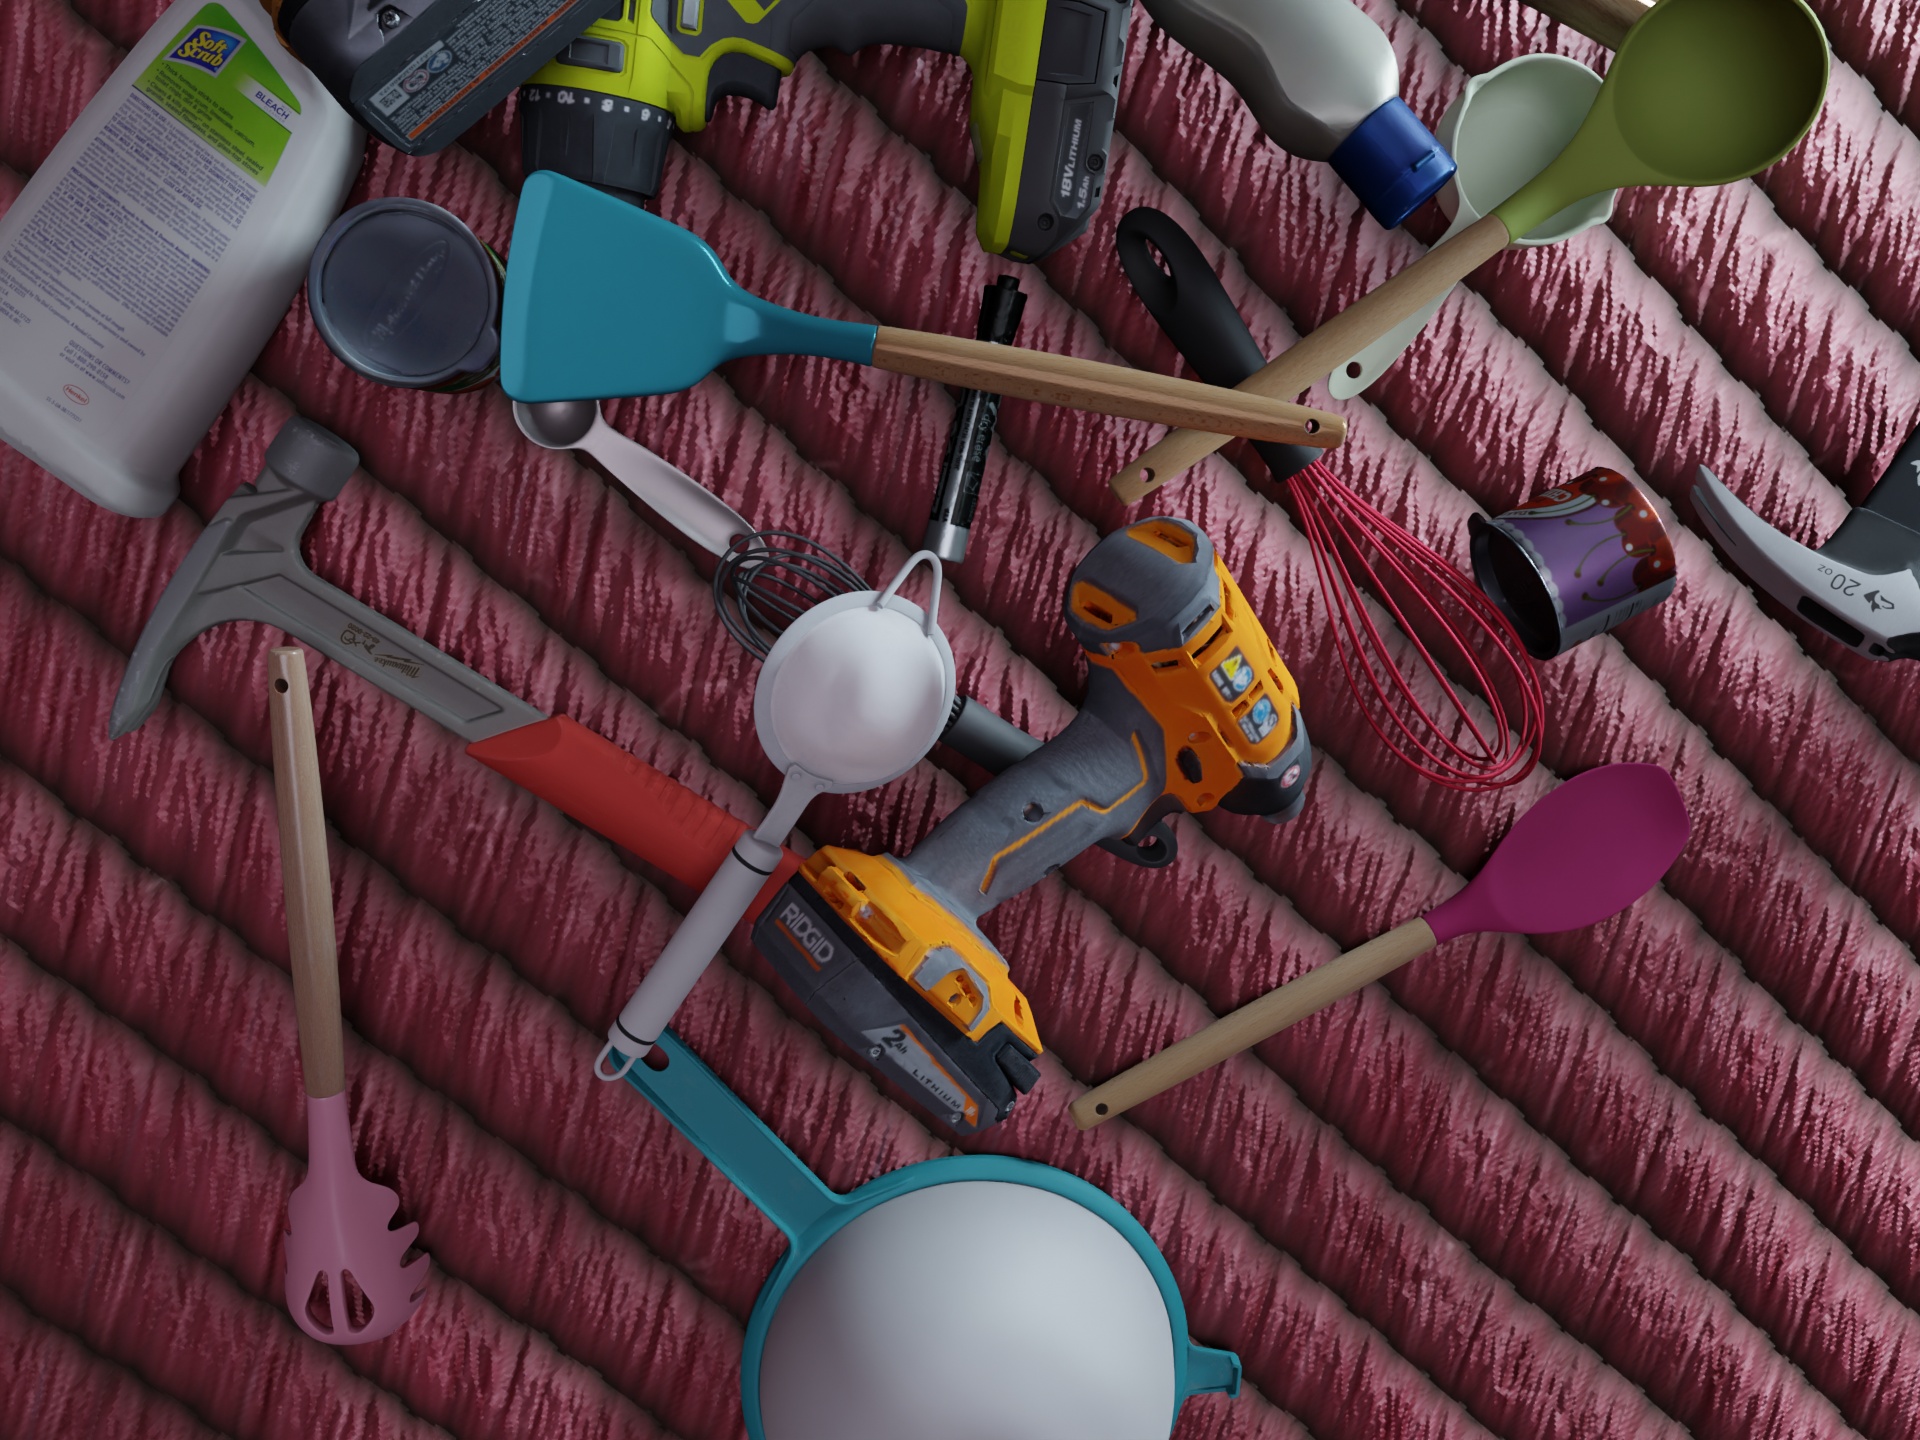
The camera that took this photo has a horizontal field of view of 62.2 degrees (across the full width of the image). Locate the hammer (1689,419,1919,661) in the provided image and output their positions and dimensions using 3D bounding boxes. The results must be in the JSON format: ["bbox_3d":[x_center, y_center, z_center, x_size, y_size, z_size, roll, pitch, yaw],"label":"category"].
[{"bbox_3d":[0.460,-0.178,0.689,0.146,0.035,0.335,33,85,24],"label":"hammer"}]

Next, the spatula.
[{"bbox_3d":[-0.007,-0.135,0.598,0.317,0.044,0.082,9,99,-3],"label":"spatula"}]

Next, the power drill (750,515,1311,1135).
[{"bbox_3d":[0.046,0.050,0.632,0.226,0.084,0.164,-46,131,-6],"label":"power drill"}]

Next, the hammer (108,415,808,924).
[{"bbox_3d":[-0.160,0.032,0.669,0.359,0.037,0.149,33,94,-10],"label":"hammer"}]

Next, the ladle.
[{"bbox_3d":[0.194,-0.180,0.625,0.320,0.062,0.078,-35,98,0],"label":"ladle"}]

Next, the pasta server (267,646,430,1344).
[{"bbox_3d":[-0.263,0.124,0.657,0.060,0.040,0.316,-1,103,-7],"label":"pasta server"}]

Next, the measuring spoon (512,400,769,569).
[{"bbox_3d":[-0.131,-0.103,0.664,0.124,0.018,0.034,37,93,-18],"label":"measuring spoon"}]

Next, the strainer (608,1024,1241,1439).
[{"bbox_3d":[-0.033,0.263,0.690,0.211,0.095,0.340,-41,103,1],"label":"strainer"}]

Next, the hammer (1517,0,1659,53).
[{"bbox_3d":[0.171,-0.332,0.633,0.331,0.031,0.130,18,64,-17],"label":"hammer"}]

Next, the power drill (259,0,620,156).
[{"bbox_3d":[-0.203,-0.333,0.534,0.185,0.084,0.226,-39,86,2],"label":"power drill"}]

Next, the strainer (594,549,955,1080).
[{"bbox_3d":[-0.075,0.048,0.638,0.086,0.050,0.258,27,104,-33],"label":"strainer"}]

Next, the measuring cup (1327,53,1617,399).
[{"bbox_3d":[0.208,-0.203,0.675,0.083,0.038,0.167,39,95,-11],"label":"measuring cup"}]

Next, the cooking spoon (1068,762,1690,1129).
[{"bbox_3d":[0.192,0.108,0.732,0.319,0.017,0.068,-27,100,-2],"label":"cooking spoon"}]

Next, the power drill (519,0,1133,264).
[{"bbox_3d":[-0.058,-0.247,0.617,0.228,0.080,0.190,7,102,-6],"label":"power drill"}]

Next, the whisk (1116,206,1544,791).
[{"bbox_3d":[0.156,-0.092,0.677,0.073,0.073,0.296,-36,96,0],"label":"whisk"}]

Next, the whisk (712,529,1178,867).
[{"bbox_3d":[-0.001,-0.003,0.680,0.238,0.055,0.055,33,94,-15],"label":"whisk"}]
